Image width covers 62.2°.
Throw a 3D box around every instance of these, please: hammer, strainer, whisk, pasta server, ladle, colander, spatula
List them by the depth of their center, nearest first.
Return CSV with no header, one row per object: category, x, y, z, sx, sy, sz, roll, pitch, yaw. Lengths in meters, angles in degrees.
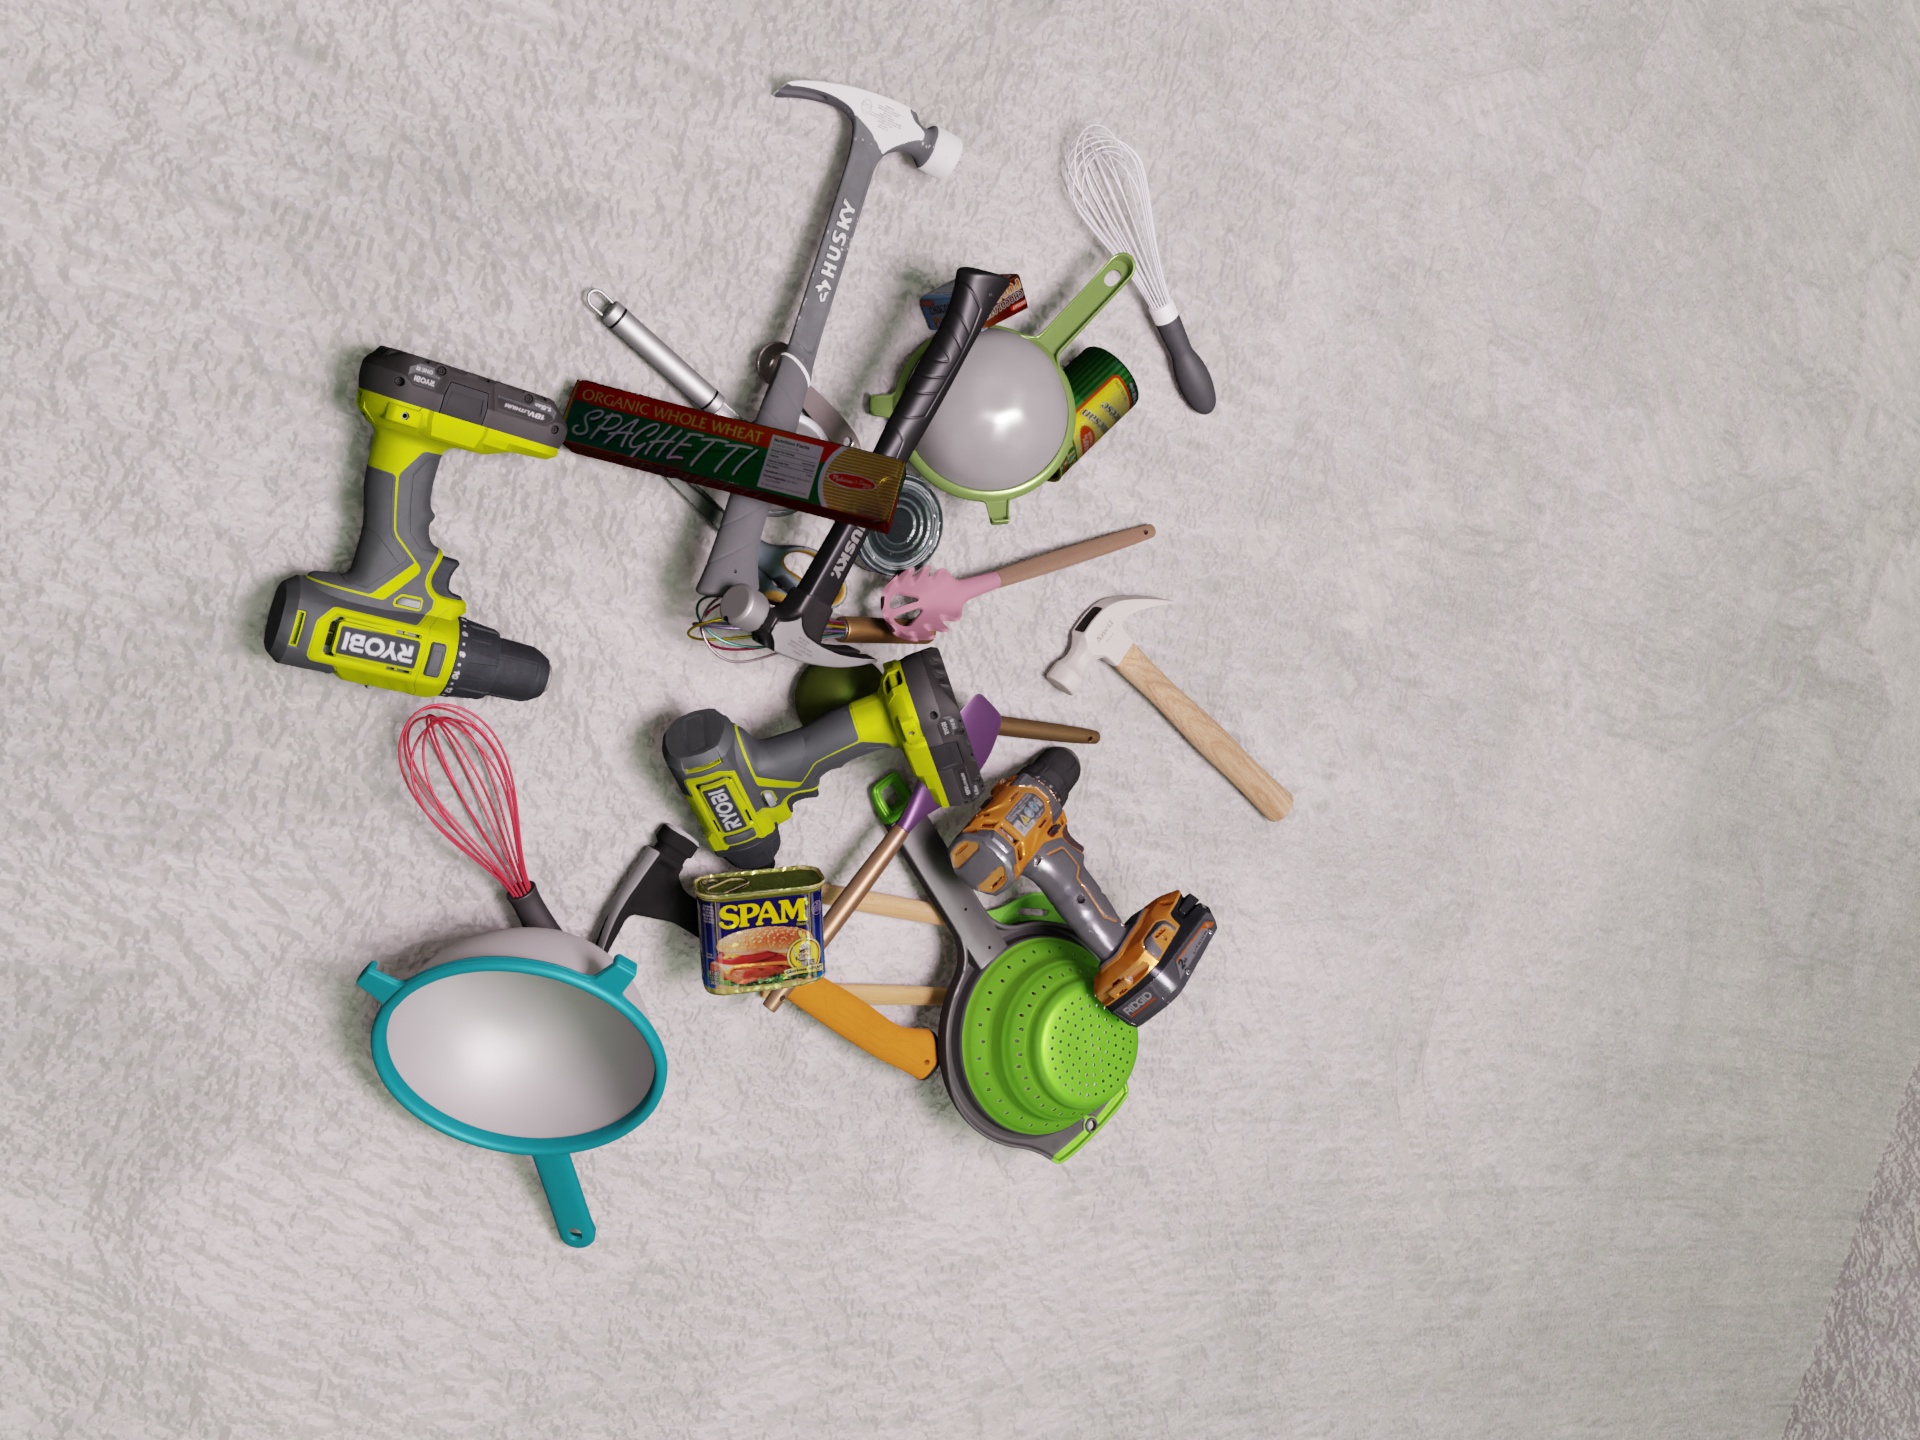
whisk,-0.336,0.112,1.189,0.073,0.073,0.295,-32,123,-22
hammer,-0.122,-0.284,1.195,0.149,0.036,0.409,20,83,-27
hammer,-0.052,-0.194,1.204,0.146,0.035,0.335,31,87,-51
strainer,-0.183,-0.234,1.207,0.087,0.050,0.258,-48,119,4
strainer,-0.316,0.271,1.219,0.211,0.095,0.340,-2,129,1
whisk,-0.115,-0.073,1.271,0.244,0.051,0.047,-1,135,-45
strainer,0.058,-0.293,1.279,0.151,0.069,0.256,42,81,0
hammer,-0.147,0.222,1.327,0.336,0.034,0.127,37,79,-28
spatula,-0.063,0.112,1.329,0.316,0.018,0.059,-53,131,-12
pasta server,0.056,-0.129,1.365,0.316,0.040,0.060,-20,95,-33
whisk,0.163,-0.381,1.377,0.070,0.070,0.284,-43,125,-16
ladle,-0.002,-0.004,1.381,0.320,0.062,0.078,7,111,-40
colander,0.048,0.213,1.384,0.204,0.094,0.397,-39,107,-28
ladle,-0.035,0.245,1.427,0.315,0.031,0.069,7,99,-31
hammer,0.221,-0.003,1.520,0.331,0.031,0.130,40,81,-33

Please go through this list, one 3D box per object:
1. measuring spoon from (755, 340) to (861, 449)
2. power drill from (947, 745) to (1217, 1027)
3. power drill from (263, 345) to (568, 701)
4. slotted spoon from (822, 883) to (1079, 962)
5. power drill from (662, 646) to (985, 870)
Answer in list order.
measuring spoon,-0.120,-0.252,1.257,0.034,0.018,0.124,-53,129,-10
power drill,0.114,0.133,1.386,0.226,0.084,0.185,42,40,1
power drill,-0.356,-0.126,1.104,0.190,0.080,0.228,14,98,-33
slotted spoon,-0.026,0.169,1.413,0.313,0.031,0.070,14,88,-32
power drill,-0.102,0.039,1.255,0.223,0.080,0.171,-18,136,0
